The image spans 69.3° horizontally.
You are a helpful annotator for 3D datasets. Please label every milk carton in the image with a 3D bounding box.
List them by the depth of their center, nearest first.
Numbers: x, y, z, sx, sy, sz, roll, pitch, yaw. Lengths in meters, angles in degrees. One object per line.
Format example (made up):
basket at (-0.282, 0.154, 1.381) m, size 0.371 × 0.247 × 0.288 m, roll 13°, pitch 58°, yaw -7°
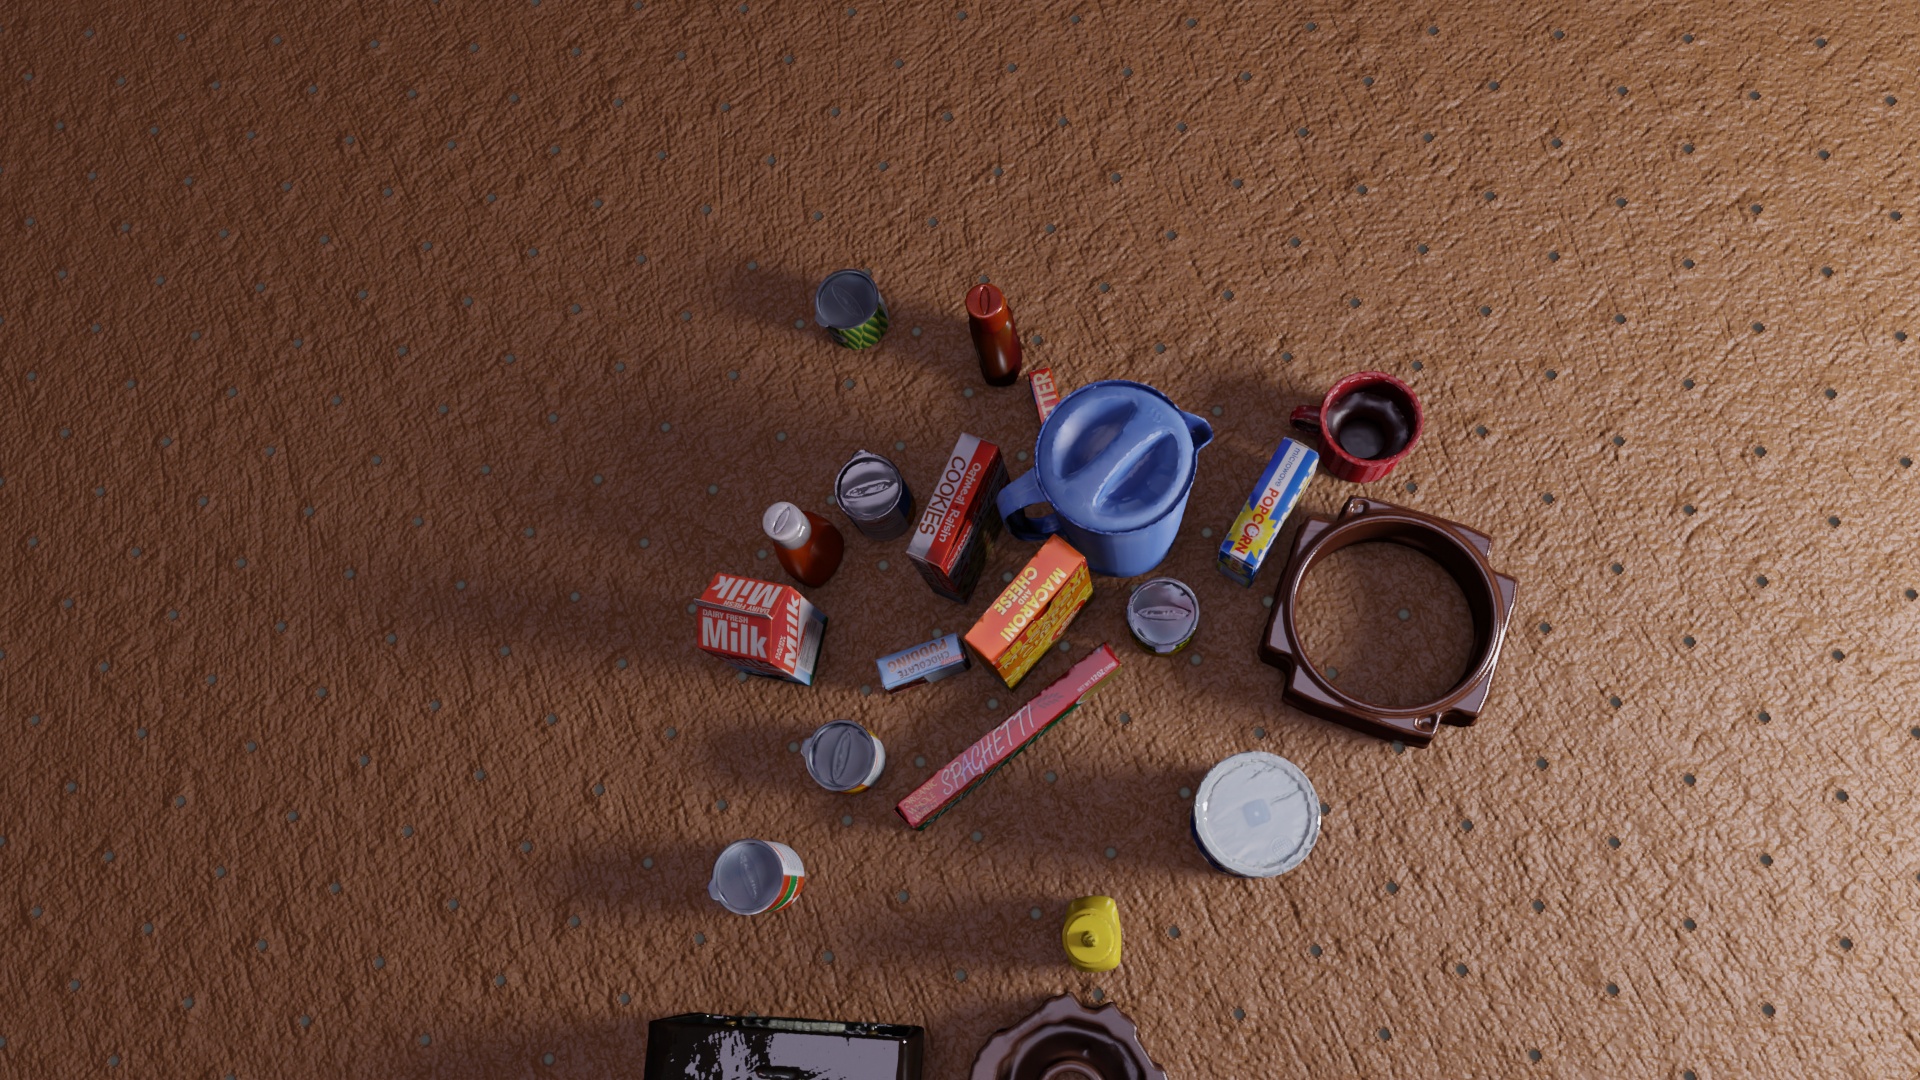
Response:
milk carton at (-0.184, 0.081, 1.280) m, size 0.072 × 0.190 × 0.073 m, roll 10°, pitch 77°, yaw 10°

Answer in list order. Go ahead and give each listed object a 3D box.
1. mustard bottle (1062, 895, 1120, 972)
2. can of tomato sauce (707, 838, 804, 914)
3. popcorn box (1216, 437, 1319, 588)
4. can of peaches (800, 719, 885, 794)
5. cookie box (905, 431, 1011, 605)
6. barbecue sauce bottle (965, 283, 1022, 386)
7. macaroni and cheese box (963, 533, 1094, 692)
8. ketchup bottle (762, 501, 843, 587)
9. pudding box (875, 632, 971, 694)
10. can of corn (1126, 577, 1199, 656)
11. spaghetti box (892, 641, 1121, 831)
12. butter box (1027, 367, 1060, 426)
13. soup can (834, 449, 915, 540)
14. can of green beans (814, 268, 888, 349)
mustard bottle at (0.112, 0.338, 1.188) m, size 0.049 × 0.160 × 0.065 m, roll -6°, pitch 75°, yaw 6°
can of tomato sauce at (-0.186, 0.310, 1.275) m, size 0.071 × 0.083 × 0.071 m, roll -2°, pitch 75°, yaw 7°
popcorn box at (0.287, -0.025, 1.301) m, size 0.038 × 0.085 × 0.127 m, roll 29°, pitch 81°, yaw 14°
can of peaches at (-0.109, 0.204, 1.306) m, size 0.071 × 0.058 × 0.071 m, roll -2°, pitch 75°, yaw 7°
cookie box at (0.005, -0.016, 1.293) m, size 0.040 × 0.167 × 0.123 m, roll 22°, pitch 80°, yaw 12°
barbecue sauce bottle at (0.032, -0.203, 1.348) m, size 0.044 × 0.148 × 0.065 m, roll -2°, pitch 76°, yaw 7°
macaroni and cheese box at (0.067, 0.070, 1.262) m, size 0.040 × 0.166 × 0.124 m, roll 40°, pitch 84°, yaw 15°
ketchup bottle at (-0.150, 0.000, 1.319) m, size 0.043 × 0.148 × 0.065 m, roll 25°, pitch 80°, yaw 13°
pudding box at (-0.035, 0.118, 1.324) m, size 0.084 × 0.049 × 0.030 m, roll -19°, pitch 74°, yaw 2°
can of corn at (0.189, 0.075, 1.301) m, size 0.071 × 0.058 × 0.071 m, roll -2°, pitch 75°, yaw 7°
spaghetti box at (0.046, 0.184, 1.295) m, size 0.250 × 0.050 × 0.029 m, roll -38°, pitch 74°, yaw -3°
butter box at (0.092, -0.114, 1.367) m, size 0.024 × 0.053 × 0.104 m, roll -16°, pitch 74°, yaw 4°
soup can at (-0.082, -0.043, 1.355) m, size 0.071 × 0.083 × 0.071 m, roll -2°, pitch 75°, yaw 7°
can of green beans at (-0.111, -0.236, 1.423) m, size 0.071 × 0.057 × 0.071 m, roll -2°, pitch 75°, yaw 7°
